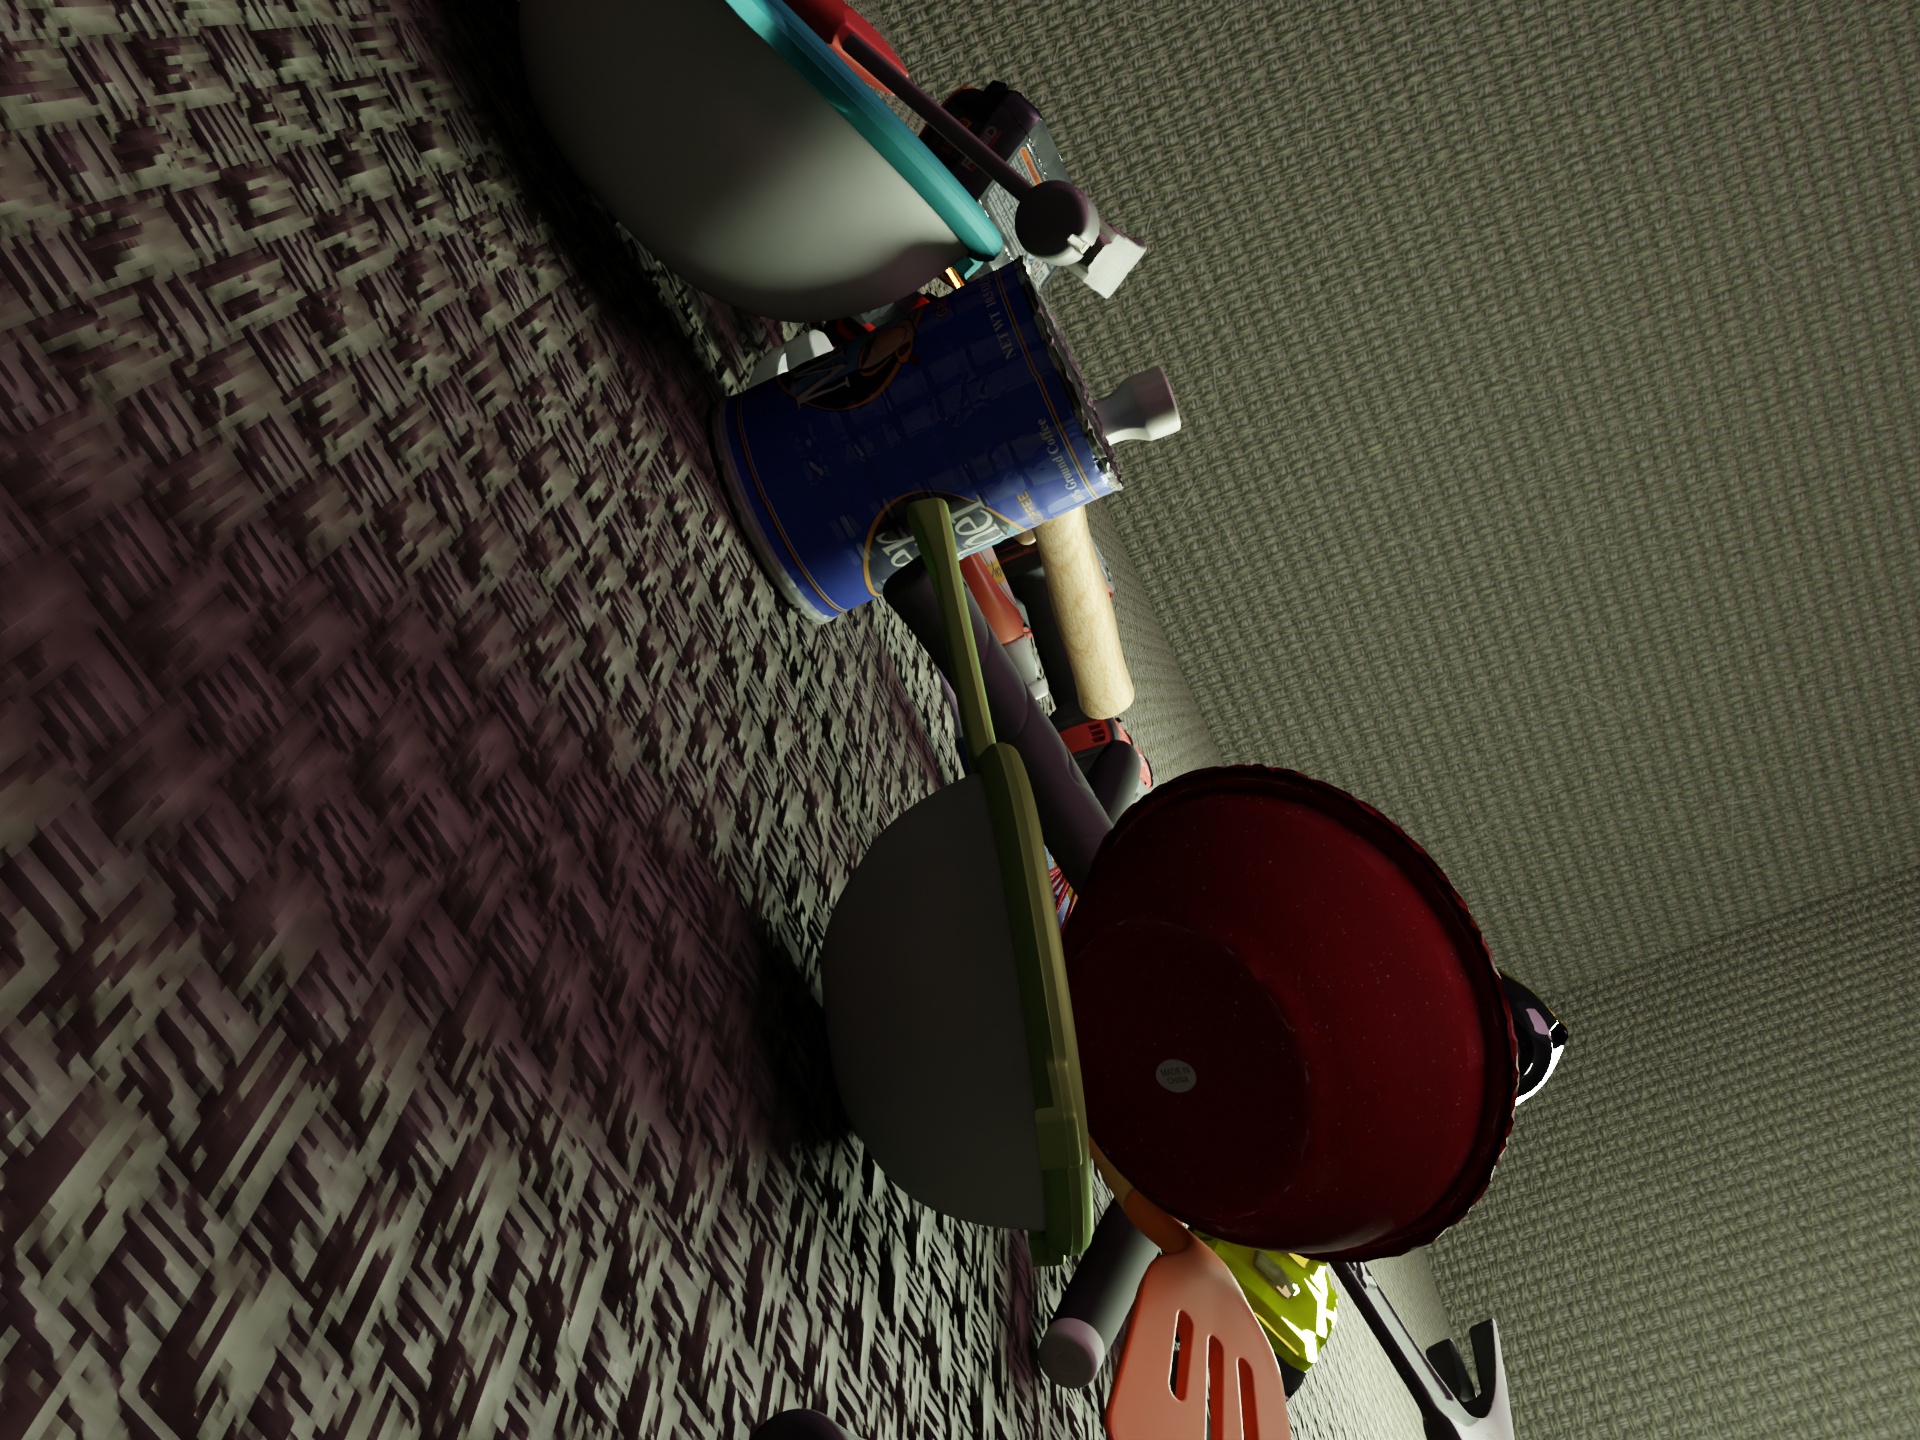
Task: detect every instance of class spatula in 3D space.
[{"bbox_3d":[0.053,0.169,0.573,0.081,0.041,0.323,41,2,-14],"label":"spatula"}]

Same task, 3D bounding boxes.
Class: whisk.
[{"bbox_3d":[0.052,0.072,0.704,0.073,0.073,0.296,64,21,-15],"label":"whisk"}]

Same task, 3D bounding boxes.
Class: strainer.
[{"bbox_3d":[-0.015,0.039,0.497,0.151,0.069,0.257,87,-7,-62],"label":"strainer"},{"bbox_3d":[-0.093,-0.204,0.537,0.211,0.095,0.340,42,11,-6],"label":"strainer"}]

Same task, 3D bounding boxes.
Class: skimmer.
[{"bbox_3d":[0.109,0.156,0.705,0.127,0.090,0.363,25,20,14],"label":"skimmer"}]

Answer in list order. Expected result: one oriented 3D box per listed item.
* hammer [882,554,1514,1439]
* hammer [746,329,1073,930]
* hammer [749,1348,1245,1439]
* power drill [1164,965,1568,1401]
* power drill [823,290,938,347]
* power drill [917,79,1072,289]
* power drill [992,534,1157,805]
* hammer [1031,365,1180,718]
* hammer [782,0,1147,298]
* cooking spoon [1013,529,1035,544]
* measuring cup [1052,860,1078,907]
[{"bbox_3d":[0.088,0.108,0.592,0.409,0.036,0.149,58,18,7],"label":"hammer"},{"bbox_3d":[-0.001,-0.002,0.780,0.144,0.035,0.405,-24,91,-79],"label":"hammer"},{"bbox_3d":[0.034,0.232,0.450,0.334,0.035,0.146,49,32,-51],"label":"hammer"},{"bbox_3d":[0.190,0.208,0.743,0.080,0.223,0.171,41,5,15],"label":"power drill"},{"bbox_3d":[-0.034,-0.224,0.848,0.143,0.078,0.219,37,-1,21],"label":"power drill"},{"bbox_3d":[-0.052,-0.332,0.888,0.227,0.084,0.164,35,-2,25],"label":"power drill"},{"bbox_3d":[0.089,-0.022,1.141,0.187,0.080,0.227,47,26,-59],"label":"power drill"},{"bbox_3d":[0.060,-0.070,0.852,0.331,0.130,0.031,63,8,-67],"label":"hammer"},{"bbox_3d":[-0.064,-0.317,0.711,0.359,0.036,0.149,42,17,5],"label":"hammer"},{"bbox_3d":[0.019,-0.156,1.090,0.319,0.017,0.068,-114,179,-71],"label":"cooking spoon"},{"bbox_3d":[0.071,0.140,0.884,0.062,0.029,0.156,-96,172,-55],"label":"measuring cup"}]
